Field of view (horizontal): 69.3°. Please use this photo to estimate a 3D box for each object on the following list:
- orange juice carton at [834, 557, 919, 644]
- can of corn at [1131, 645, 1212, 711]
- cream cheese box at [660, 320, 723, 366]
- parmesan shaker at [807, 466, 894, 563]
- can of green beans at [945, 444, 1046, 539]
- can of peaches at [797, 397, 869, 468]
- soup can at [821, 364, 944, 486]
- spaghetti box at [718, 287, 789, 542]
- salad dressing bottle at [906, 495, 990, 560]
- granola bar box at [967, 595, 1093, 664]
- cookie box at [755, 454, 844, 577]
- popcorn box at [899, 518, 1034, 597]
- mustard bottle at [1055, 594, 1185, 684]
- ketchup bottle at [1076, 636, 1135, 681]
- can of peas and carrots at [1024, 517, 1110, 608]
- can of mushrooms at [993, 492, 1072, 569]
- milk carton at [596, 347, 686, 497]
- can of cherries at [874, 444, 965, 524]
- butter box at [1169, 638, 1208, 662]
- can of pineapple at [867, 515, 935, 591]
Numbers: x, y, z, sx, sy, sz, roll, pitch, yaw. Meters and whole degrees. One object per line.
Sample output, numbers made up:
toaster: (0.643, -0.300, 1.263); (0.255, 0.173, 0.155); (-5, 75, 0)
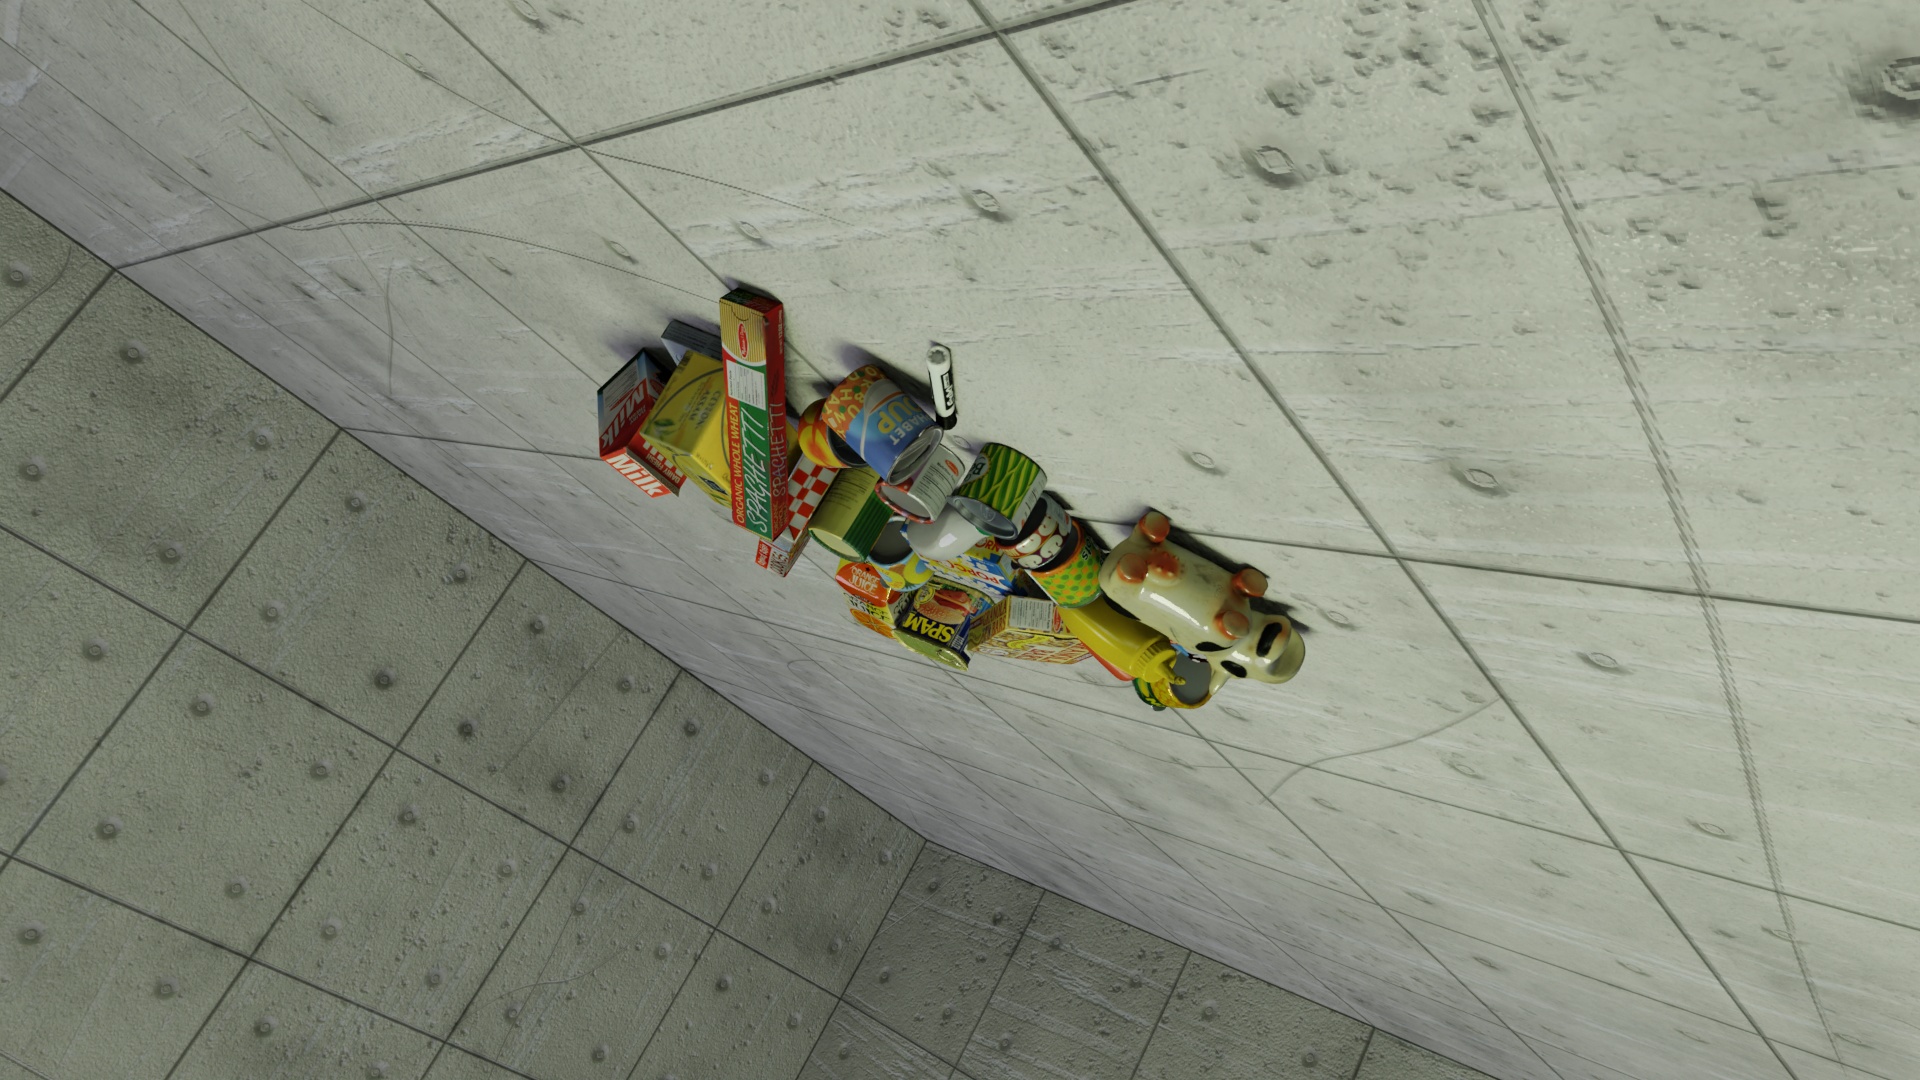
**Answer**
orange juice carton: (-0.093, 0.050, 1.648); (0.072, 0.073, 0.192); (25, 162, 15)
can of corn: (0.216, 0.139, 1.403); (0.071, 0.071, 0.058); (38, 160, -22)
cream cheese box: (-0.235, -0.174, 1.337); (0.104, 0.024, 0.053); (23, 160, 21)
parmesan shaker: (-0.099, -0.037, 1.366); (0.071, 0.103, 0.071); (27, 162, 9)
can of green beans: (0.034, -0.043, 1.213); (0.071, 0.058, 0.071); (27, 162, 9)
can of peaches: (-0.108, -0.101, 1.270); (0.071, 0.071, 0.058); (40, 160, -29)
soup can: (-0.065, -0.100, 1.172); (0.084, 0.071, 0.071); (44, 165, 13)
spaghetti box: (-0.184, -0.107, 1.247); (0.050, 0.029, 0.248); (23, 133, 22)
salad dressing bottle: (0.005, -0.017, 1.335); (0.044, 0.064, 0.147); (28, 158, -28)
granola bar box: (0.087, 0.098, 1.474); (0.124, 0.039, 0.165); (8, 166, -12)
cookie box: (-0.161, -0.037, 1.432); (0.040, 0.123, 0.167); (30, 162, -3)
popcorn box: (0.009, 0.013, 1.441); (0.127, 0.038, 0.085); (19, 159, 32)
mustard bottle: (0.152, 0.087, 1.276); (0.161, 0.065, 0.048); (46, 159, 40)
ketchup bottle: (0.131, 0.070, 1.370); (0.148, 0.065, 0.043); (44, 165, -14)
can of peas and carrots: (0.098, 0.019, 1.272); (0.071, 0.071, 0.058); (12, 154, 45)
can of mushrooms: (0.063, -0.008, 1.243); (0.033, 0.071, 0.071); (43, 158, -30)
milk carton: (-0.315, -0.111, 1.403); (0.072, 0.073, 0.191); (43, -167, -32)
can of cherries: (-0.040, -0.057, 1.292); (0.071, 0.058, 0.071); (27, 162, 10)
butter box: (0.208, 0.081, 1.333); (0.103, 0.024, 0.053); (36, 161, -20)
can of pineapple: (-0.066, 0.016, 1.515); (0.071, 0.071, 0.057); (20, 159, 30)
